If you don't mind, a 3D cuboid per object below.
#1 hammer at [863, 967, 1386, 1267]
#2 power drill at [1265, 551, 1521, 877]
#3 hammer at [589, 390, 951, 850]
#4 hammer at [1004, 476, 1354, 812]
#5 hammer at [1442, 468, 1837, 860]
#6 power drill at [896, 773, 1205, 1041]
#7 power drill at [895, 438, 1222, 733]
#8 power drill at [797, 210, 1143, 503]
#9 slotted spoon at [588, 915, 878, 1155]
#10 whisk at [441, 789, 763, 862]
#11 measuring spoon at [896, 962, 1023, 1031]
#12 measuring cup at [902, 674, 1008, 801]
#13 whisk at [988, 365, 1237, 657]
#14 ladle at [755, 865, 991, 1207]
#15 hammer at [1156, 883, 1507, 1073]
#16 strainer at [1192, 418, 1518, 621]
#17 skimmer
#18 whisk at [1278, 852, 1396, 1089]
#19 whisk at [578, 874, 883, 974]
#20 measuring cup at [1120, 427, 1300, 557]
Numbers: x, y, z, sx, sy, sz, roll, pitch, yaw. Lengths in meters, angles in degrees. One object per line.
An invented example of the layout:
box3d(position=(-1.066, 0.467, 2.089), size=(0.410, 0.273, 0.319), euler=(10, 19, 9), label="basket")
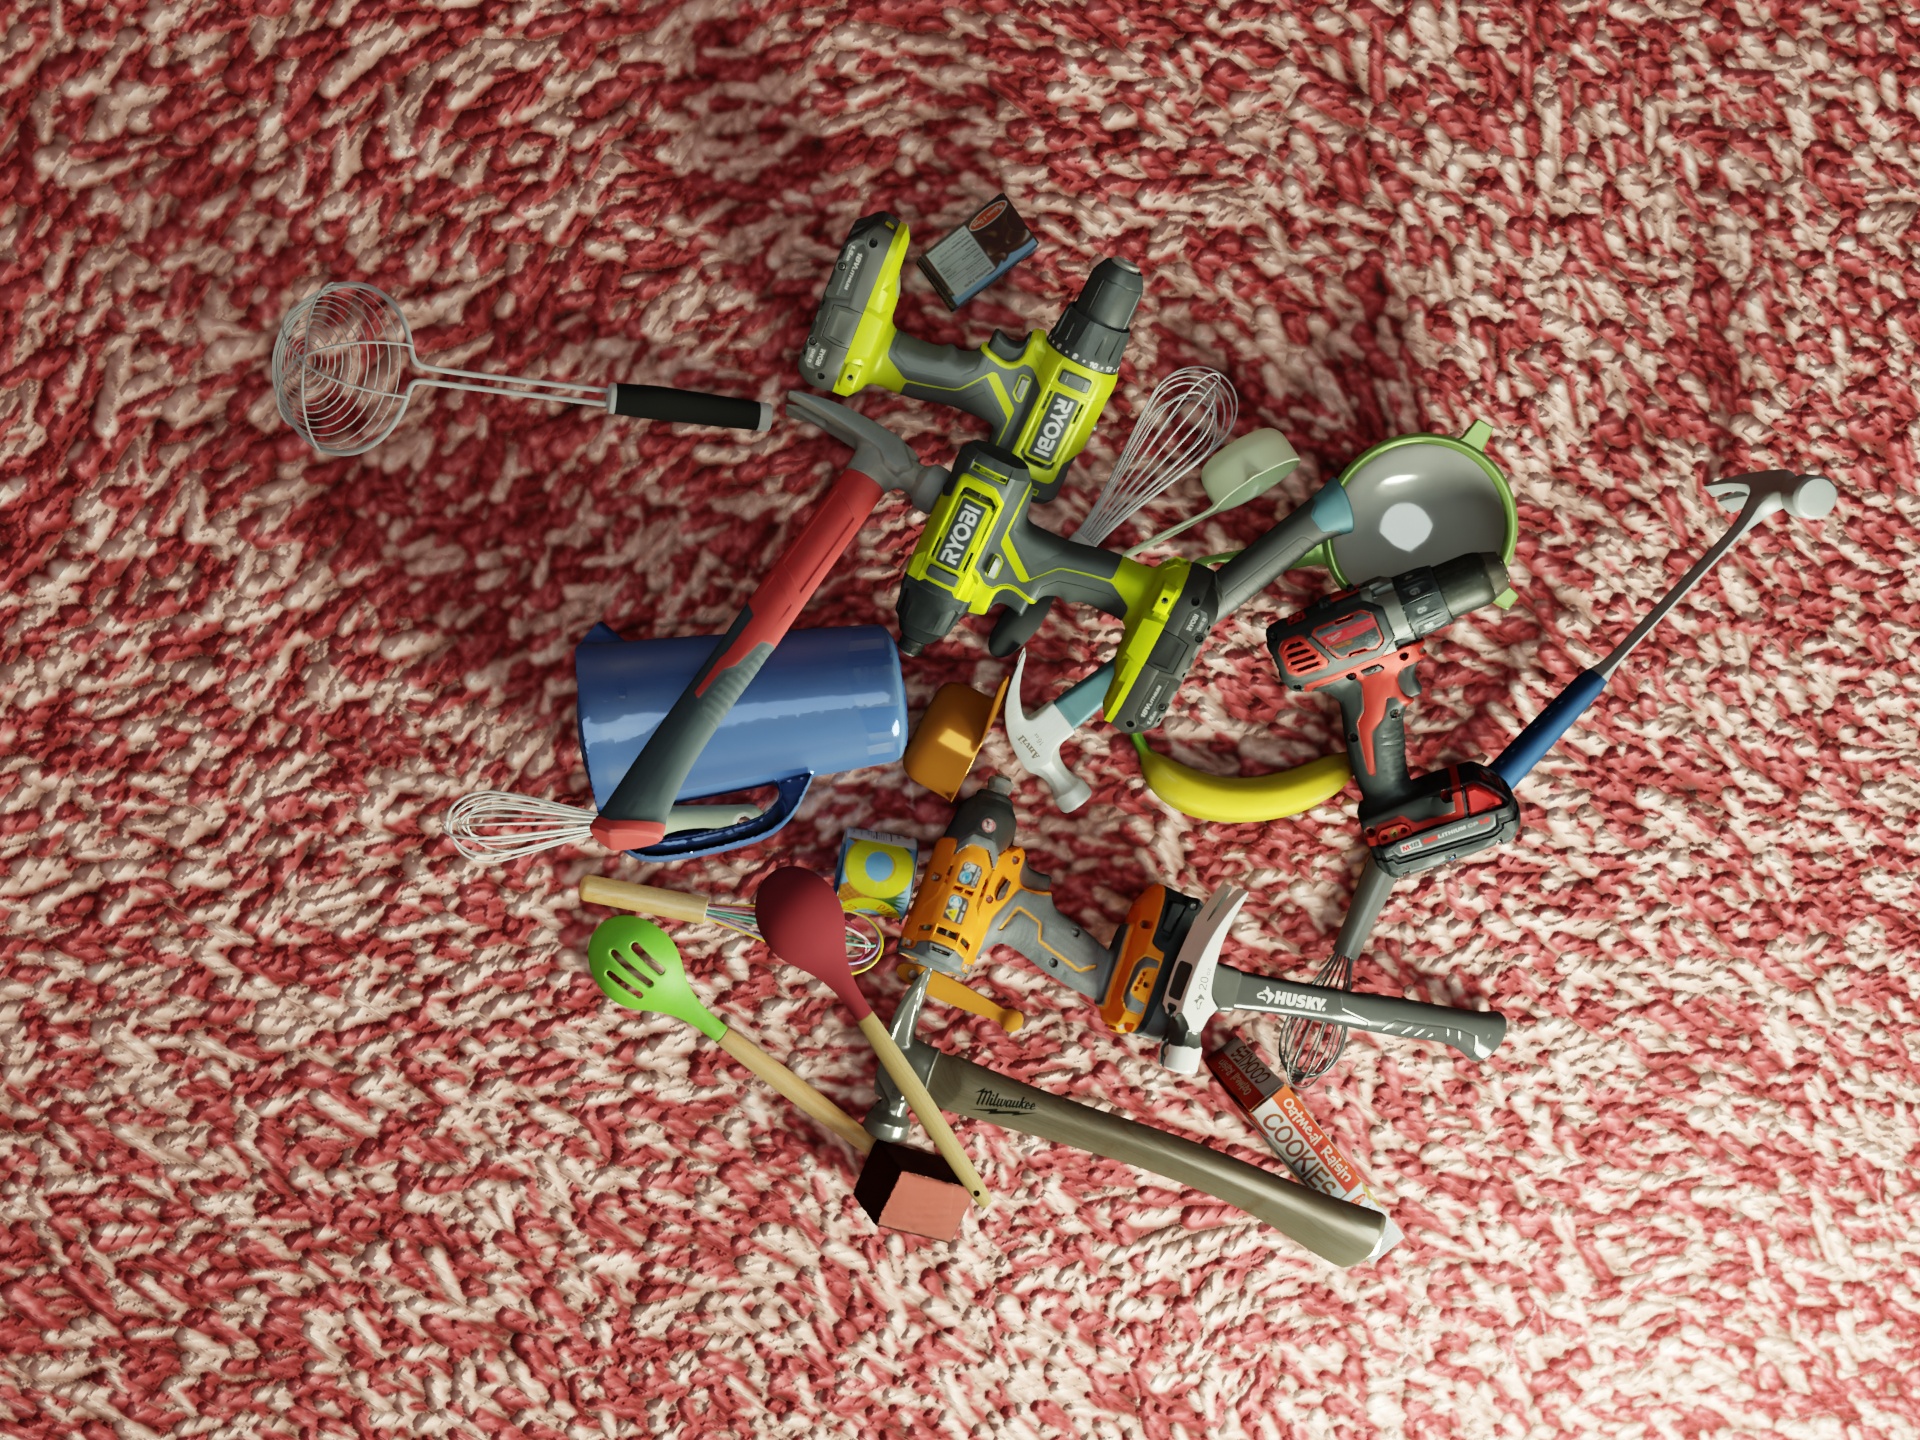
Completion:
box3d(position=(0.131, 0.322, 1.252), size=(0.411, 0.038, 0.146), euler=(17, 97, 12), label="hammer")
box3d(position=(0.364, -0.010, 1.244), size=(0.188, 0.080, 0.226), euler=(-22, 99, 18), label="power drill")
box3d(position=(-0.158, -0.075, 1.148), size=(0.143, 0.038, 0.386), euler=(30, 64, 4), label="hammer")
box3d(position=(0.174, -0.073, 1.260), size=(0.331, 0.033, 0.128), euler=(-38, 98, 9), label="hammer")
box3d(position=(0.530, -0.046, 1.306), size=(0.035, 0.144, 0.405), euler=(40, 99, -8), label="hammer")
box3d(position=(0.081, 0.150, 1.273), size=(0.226, 0.084, 0.164), euler=(22, 79, -5), label="power drill")
box3d(position=(0.069, -0.089, 1.204), size=(0.223, 0.080, 0.171), euler=(26, 111, 0), label="power drill")
box3d(position=(0.010, -0.289, 1.195), size=(0.228, 0.080, 0.190), euler=(22, 117, -8), label="power drill")
box3d(position=(-0.171, 0.267, 1.285), size=(0.313, 0.031, 0.070), euler=(40, 95, -11), label="slotted spoon")
box3d(position=(-0.276, 0.080, 1.241), size=(0.246, 0.059, 0.057), euler=(0, 104, -13), label="whisk")
box3d(position=(0.000, 0.228, 1.309), size=(0.117, 0.011, 0.021), euler=(27, 92, -9), label="measuring spoon")
box3d(position=(-0.002, -0.004, 1.207), size=(0.052, 0.173, 0.095), euler=(27, 64, 2), label="measuring cup")
box3d(position=(0.114, -0.163, 1.261), size=(0.070, 0.070, 0.284), euler=(39, 96, -10), label="whisk")
box3d(position=(-0.063, 0.252, 1.242), size=(0.069, 0.031, 0.315), euler=(-31, 97, 10), label="ladle")
box3d(position=(0.313, 0.227, 1.287), size=(0.334, 0.035, 0.146), euler=(13, 89, -26), label="hammer")
box3d(position=(0.314, -0.146, 1.290), size=(0.256, 0.069, 0.151), euler=(-10, 100, 12), label="strainer")
box3d(position=(-0.329, -0.250, 1.205), size=(0.363, 0.090, 0.127), euler=(4, 93, -18), label="skimmer")
box3d(position=(0.325, 0.196, 1.332), size=(0.055, 0.055, 0.239), euler=(24, 89, -9), label="whisk")
box3d(position=(-0.181, 0.159, 1.264), size=(0.245, 0.051, 0.047), euler=(12, 100, -5), label="whisk")
box3d(position=(0.188, -0.180, 1.268), size=(0.167, 0.083, 0.038), euler=(-28, 82, 13), label="measuring cup")
